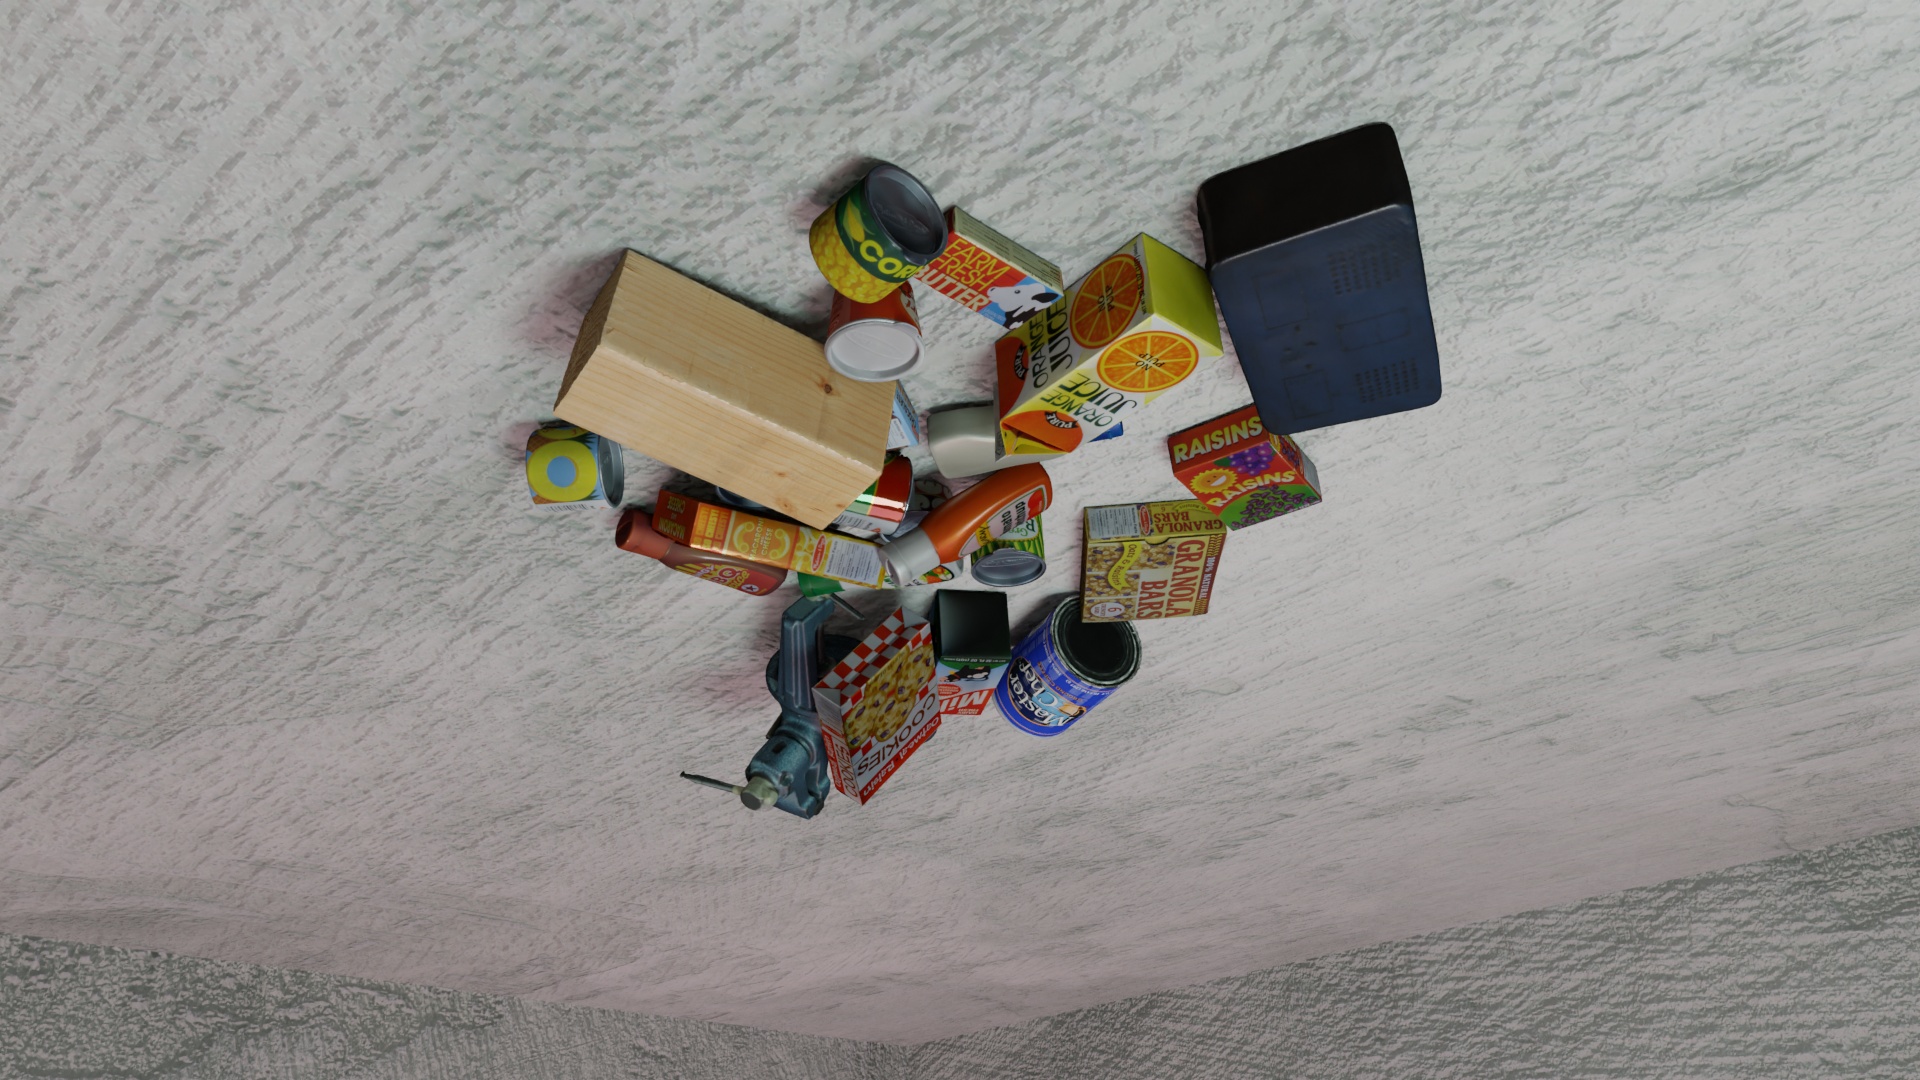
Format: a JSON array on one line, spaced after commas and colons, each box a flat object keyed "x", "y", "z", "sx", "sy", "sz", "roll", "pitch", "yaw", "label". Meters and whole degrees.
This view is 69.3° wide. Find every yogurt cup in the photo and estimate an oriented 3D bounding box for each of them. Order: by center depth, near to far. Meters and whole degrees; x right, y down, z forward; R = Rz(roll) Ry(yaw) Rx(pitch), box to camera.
[{"x": -0.059, "y": -0.148, "z": 0.947, "sx": 0.072, "sy": 0.054, "sz": 0.072, "roll": -3, "pitch": 151, "yaw": -1, "label": "yogurt cup"}]

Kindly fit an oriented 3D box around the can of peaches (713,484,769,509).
[{"x": -0.157, "y": -0.064, "z": 1.082, "sx": 0.071, "sy": 0.058, "sz": 0.071, "roll": -3, "pitch": 151, "yaw": -2, "label": "can of peaches"}]

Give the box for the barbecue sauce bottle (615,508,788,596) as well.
[{"x": -0.228, "y": 0.009, "z": 1.219, "sx": 0.148, "sy": 0.044, "sz": 0.064, "roll": 20, "pitch": 151, "yaw": -34, "label": "barbecue sauce bottle"}]

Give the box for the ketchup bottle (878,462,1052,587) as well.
[{"x": 0.004, "y": -0.014, "z": 1.135, "sx": 0.149, "sy": 0.043, "sz": 0.064, "roll": -30, "pitch": 156, "yaw": -15, "label": "ketchup bottle"}]

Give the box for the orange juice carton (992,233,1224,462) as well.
[{"x": 0.087, "y": -0.126, "z": 0.984, "sx": 0.073, "sy": 0.072, "sz": 0.192, "roll": 21, "pitch": 142, "yaw": -35, "label": "orange juice carton"}]

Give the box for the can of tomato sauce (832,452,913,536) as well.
[{"x": -0.088, "y": -0.046, "z": 1.112, "sx": 0.083, "sy": 0.071, "sz": 0.071, "roll": 13, "pitch": 147, "yaw": -20, "label": "can of tomato sauce"}]

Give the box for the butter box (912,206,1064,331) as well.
[{"x": 0.015, "y": -0.180, "z": 0.928, "sx": 0.103, "sy": 0.024, "sz": 0.053, "roll": 22, "pitch": 142, "yaw": -38, "label": "butter box"}]

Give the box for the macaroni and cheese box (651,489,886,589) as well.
[{"x": -0.159, "y": -0.001, "z": 1.151, "sx": 0.166, "sy": 0.040, "sz": 0.124, "roll": 13, "pitch": -179, "yaw": -27, "label": "macaroni and cheese box"}]

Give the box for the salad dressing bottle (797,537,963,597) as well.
[{"x": -0.073, "y": 0.022, "z": 1.259, "sx": 0.147, "sy": 0.044, "sz": 0.064, "roll": -10, "pitch": 152, "yaw": 12, "label": "salad dressing bottle"}]

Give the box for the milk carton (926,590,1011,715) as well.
[{"x": -0.005, "y": 0.126, "z": 1.422, "sx": 0.072, "sy": 0.074, "sz": 0.189, "roll": 2, "pitch": 151, "yaw": -11, "label": "milk carton"}]

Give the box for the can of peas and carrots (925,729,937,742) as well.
[{"x": -0.069, "y": 0.207, "z": 1.565, "sx": 0.071, "sy": 0.071, "sz": 0.058, "roll": 14, "pitch": 147, "yaw": -28, "label": "can of peas and carrots"}]

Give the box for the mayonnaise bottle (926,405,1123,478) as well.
[{"x": 0.051, "y": -0.086, "z": 1.085, "sx": 0.148, "sy": 0.041, "sz": 0.064, "roll": -10, "pitch": 152, "yaw": 10, "label": "mayonnaise bottle"}]

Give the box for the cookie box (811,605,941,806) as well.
[{"x": -0.076, "y": 0.159, "z": 1.325, "sx": 0.040, "sy": 0.123, "sz": 0.166, "roll": 30, "pitch": 146, "yaw": 28, "label": "cookie box"}]

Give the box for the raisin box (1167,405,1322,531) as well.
[{"x": 0.237, "y": -0.059, "z": 1.154, "sx": 0.086, "sy": 0.040, "sz": 0.123, "roll": -20, "pitch": 148, "yaw": 28, "label": "raisin box"}]

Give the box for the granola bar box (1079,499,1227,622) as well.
[{"x": 0.175, "y": 0.022, "z": 1.292, "sx": 0.124, "sy": 0.039, "sz": 0.164, "roll": -4, "pitch": 151, "yaw": 1, "label": "granola bar box"}]

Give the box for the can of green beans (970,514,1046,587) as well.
[{"x": 0.040, "y": 0.001, "z": 1.219, "sx": 0.071, "sy": 0.058, "sz": 0.071, "roll": -3, "pitch": 151, "yaw": -1, "label": "can of green beans"}]

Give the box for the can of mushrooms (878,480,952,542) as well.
[{"x": -0.037, "y": -0.021, "z": 1.197, "sx": 0.071, "sy": 0.033, "sz": 0.070, "roll": -3, "pitch": 150, "yaw": -2, "label": "can of mushrooms"}]

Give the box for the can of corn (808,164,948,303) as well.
[{"x": -0.051, "y": -0.187, "z": 0.861, "sx": 0.071, "sy": 0.071, "sz": 0.058, "roll": 22, "pitch": 142, "yaw": -37, "label": "can of corn"}]

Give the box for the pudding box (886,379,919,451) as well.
[{"x": -0.065, "y": -0.101, "z": 1.055, "sx": 0.049, "sy": 0.030, "sz": 0.083, "roll": -9, "pitch": 150, "yaw": 12, "label": "pudding box"}]

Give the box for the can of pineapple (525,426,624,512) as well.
[{"x": -0.297, "y": -0.058, "z": 1.073, "sx": 0.058, "sy": 0.071, "sz": 0.070, "roll": -4, "pitch": 151, "yaw": 2, "label": "can of pineapple"}]
